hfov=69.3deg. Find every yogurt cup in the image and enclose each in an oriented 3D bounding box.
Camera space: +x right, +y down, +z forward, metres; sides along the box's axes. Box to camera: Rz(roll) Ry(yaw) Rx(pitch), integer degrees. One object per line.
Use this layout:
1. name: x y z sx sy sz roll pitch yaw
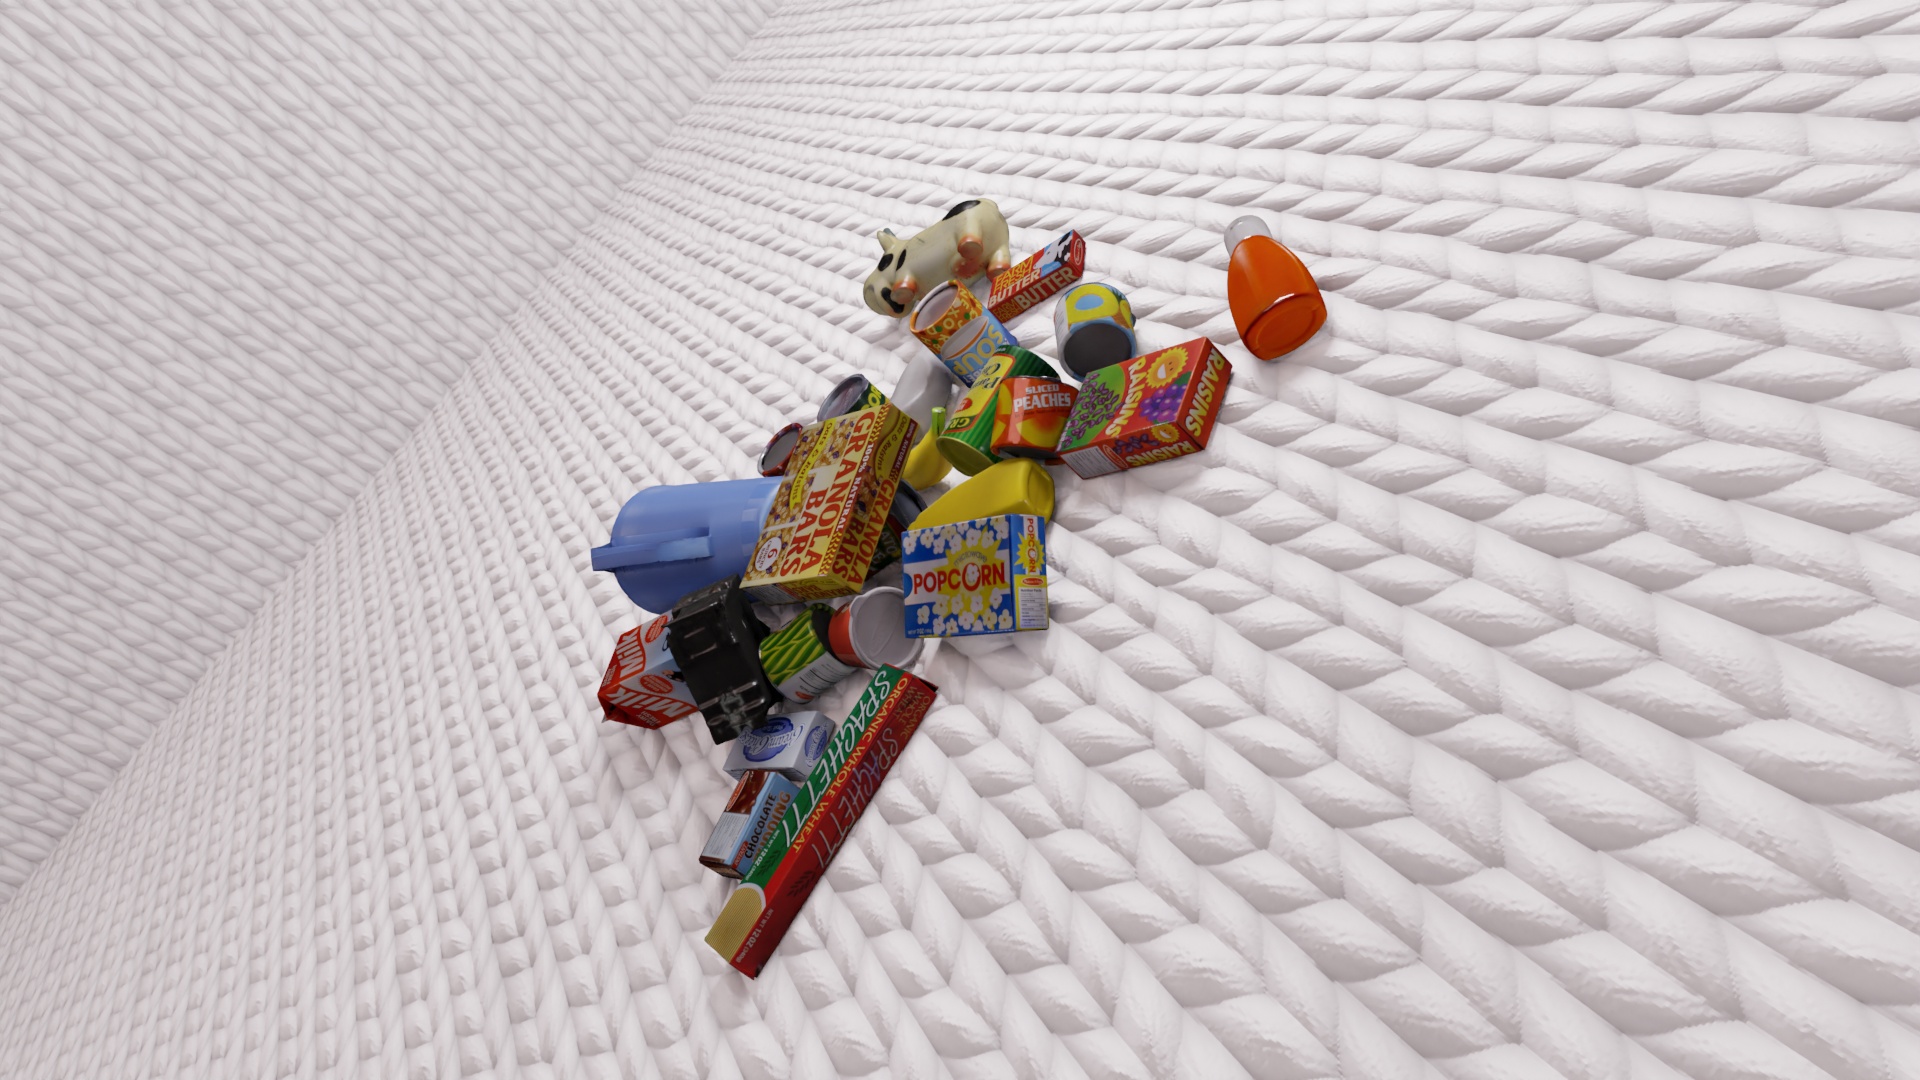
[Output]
1. yogurt cup: -0.070 0.073 1.112 0.054 0.072 0.072 -13 45 57

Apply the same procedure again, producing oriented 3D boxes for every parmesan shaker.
1. parmesan shaker: 0.032 -0.108 1.184 0.071 0.071 0.103 6 60 55

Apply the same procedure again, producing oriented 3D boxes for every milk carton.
1. milk carton: -0.275 0.120 1.315 0.190 0.073 0.073 -24 38 37

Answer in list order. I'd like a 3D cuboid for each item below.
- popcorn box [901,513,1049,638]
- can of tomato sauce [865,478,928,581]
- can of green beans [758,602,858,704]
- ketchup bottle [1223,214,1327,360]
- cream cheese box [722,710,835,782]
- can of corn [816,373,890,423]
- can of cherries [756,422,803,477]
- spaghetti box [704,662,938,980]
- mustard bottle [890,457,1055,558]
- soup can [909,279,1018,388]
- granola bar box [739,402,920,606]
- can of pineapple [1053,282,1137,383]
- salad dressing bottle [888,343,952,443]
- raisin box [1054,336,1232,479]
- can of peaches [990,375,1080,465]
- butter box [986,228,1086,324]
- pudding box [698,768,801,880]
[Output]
1. popcorn box: 0.010 0.029 1.045 0.126 0.038 0.085 -9 81 48
2. can of tomato sauce: -0.076 -0.008 1.208 0.083 0.071 0.071 -35 33 24
3. can of green beans: -0.124 0.093 1.155 0.057 0.071 0.071 -36 32 21
4. ketchup bottle: 0.230 -0.198 1.051 0.064 0.043 0.149 -34 33 23
5. cream cheese box: -0.150 0.170 1.143 0.103 0.024 0.053 -12 47 46
6. can of corn: -0.097 -0.123 1.378 0.071 0.058 0.071 -33 33 25
7. can of cherries: -0.162 -0.079 1.412 0.071 0.058 0.072 -34 33 26
8. spaghetti box: -0.103 0.204 1.037 0.050 0.028 0.250 12 65 56
9. mustard bottle: 0.004 -0.014 1.129 0.159 0.048 0.065 -24 40 37
10. soup can: 0.003 -0.192 1.300 0.071 0.083 0.072 -33 34 26
11. granola bar box: -0.110 -0.029 1.172 0.124 0.039 0.166 -10 53 46
12. can of pineapple: 0.113 -0.171 1.152 0.071 0.071 0.058 -33 34 25
13. salad dressing bottle: -0.030 -0.162 1.352 0.064 0.044 0.148 -19 40 44
14. raisin box: 0.140 -0.099 1.060 0.123 0.040 0.086 -13 44 47
15. can of peaches: 0.060 -0.096 1.115 0.071 0.071 0.058 -2 75 52
16. butter box: 0.073 -0.254 1.339 0.103 0.024 0.053 -27 36 33
17. pudding box: -0.166 0.224 1.096 0.049 0.030 0.084 -9 48 50
